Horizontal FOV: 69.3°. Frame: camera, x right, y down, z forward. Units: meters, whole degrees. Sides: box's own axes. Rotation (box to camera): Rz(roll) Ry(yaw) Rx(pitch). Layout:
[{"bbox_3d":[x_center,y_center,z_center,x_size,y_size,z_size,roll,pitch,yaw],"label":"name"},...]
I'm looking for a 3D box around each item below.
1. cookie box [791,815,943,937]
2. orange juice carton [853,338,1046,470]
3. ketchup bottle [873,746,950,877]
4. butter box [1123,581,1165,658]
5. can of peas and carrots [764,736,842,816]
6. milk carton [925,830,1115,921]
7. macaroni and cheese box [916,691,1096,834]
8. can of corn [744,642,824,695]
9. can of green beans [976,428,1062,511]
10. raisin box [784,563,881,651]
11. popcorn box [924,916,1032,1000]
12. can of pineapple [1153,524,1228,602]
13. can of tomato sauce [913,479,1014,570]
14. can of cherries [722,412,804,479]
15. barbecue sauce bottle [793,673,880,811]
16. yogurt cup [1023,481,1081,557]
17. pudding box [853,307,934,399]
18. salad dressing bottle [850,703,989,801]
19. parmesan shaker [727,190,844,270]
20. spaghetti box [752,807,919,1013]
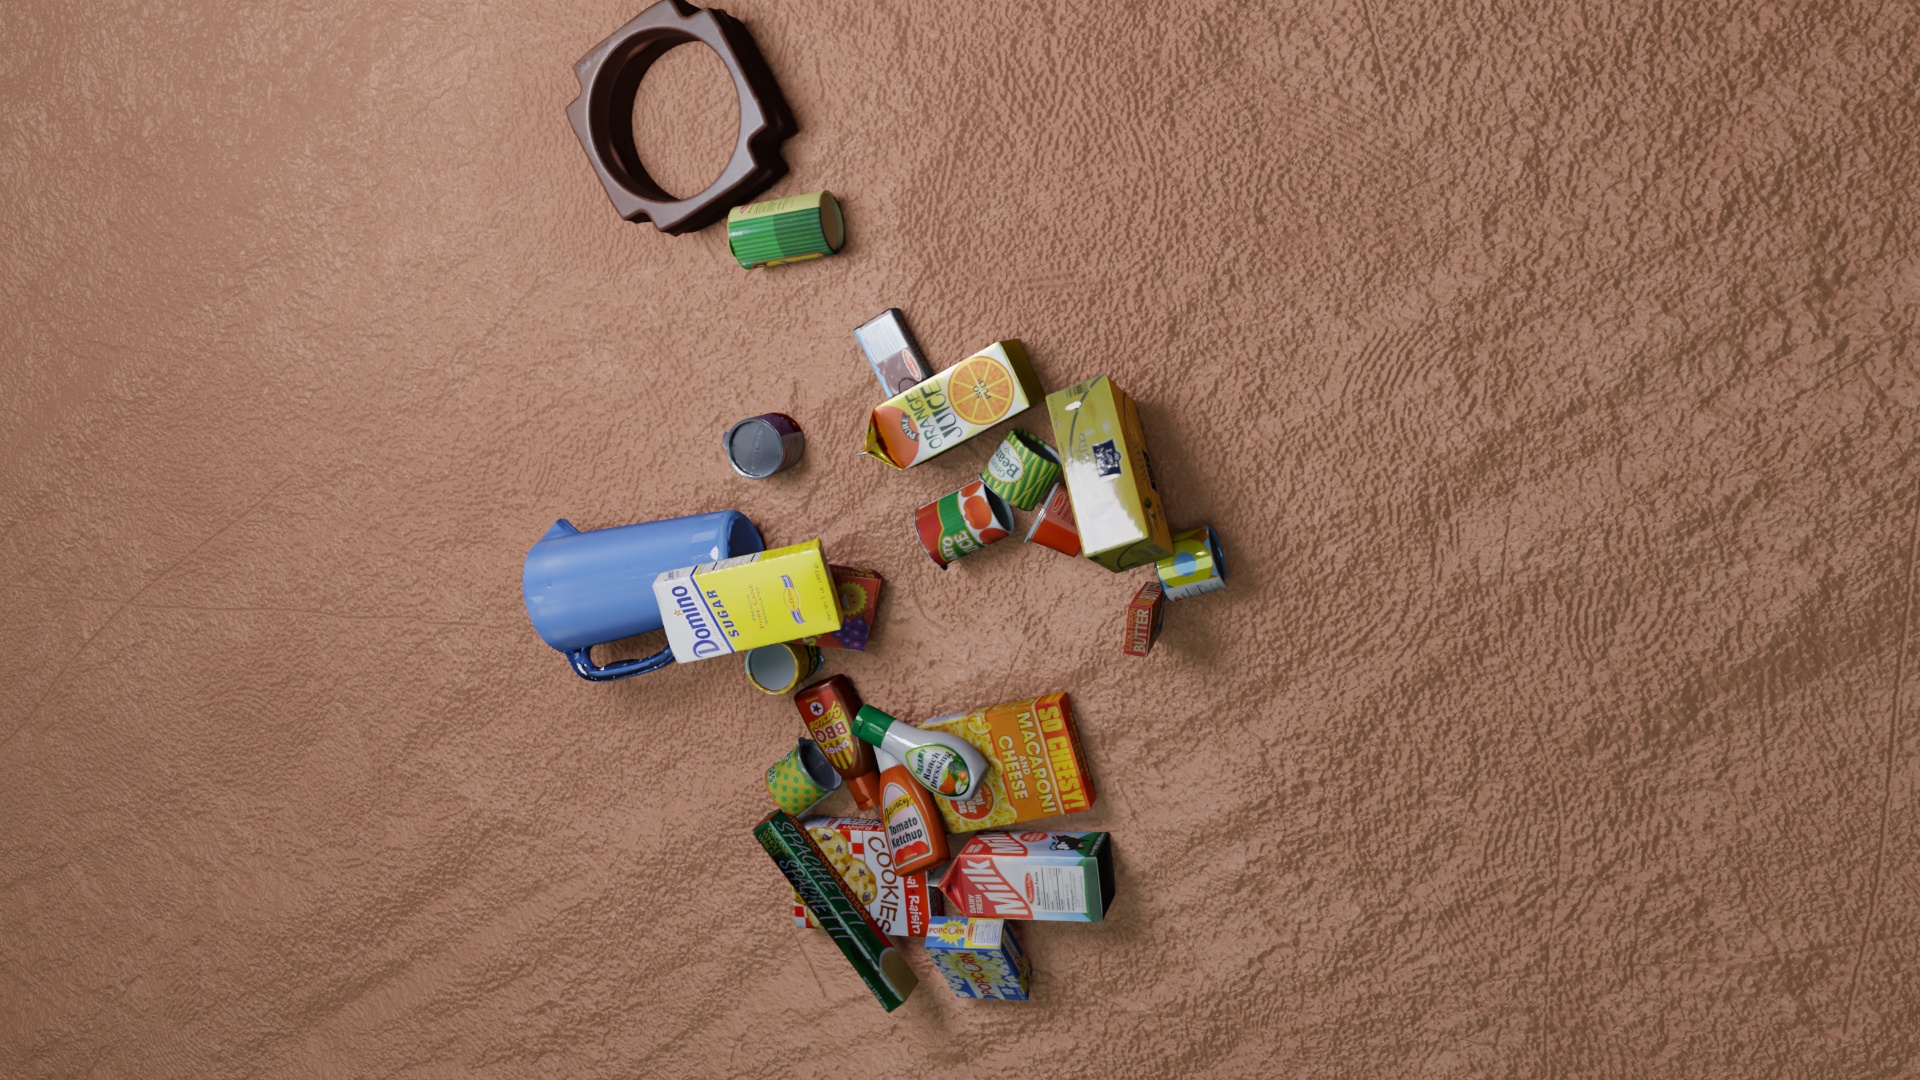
[{"bbox_3d":[-0.107,0.375,1.557,0.167,0.040,0.122,-1,100,19],"label":"cookie box"},{"bbox_3d":[-0.017,-0.130,1.413,0.192,0.072,0.073,-26,92,20],"label":"orange juice carton"},{"bbox_3d":[-0.058,0.282,1.494,0.064,0.043,0.149,-28,66,24],"label":"ketchup bottle"},{"bbox_3d":[0.183,0.077,1.373,0.024,0.104,0.053,8,103,15],"label":"butter box"},{"bbox_3d":[-0.176,0.262,1.542,0.058,0.071,0.071,-39,88,21],"label":"can of peas and carrots"},{"bbox_3d":[0.063,0.356,1.482,0.190,0.072,0.073,-3,99,17],"label":"milk carton"},{"bbox_3d":[0.048,0.237,1.480,0.166,0.040,0.123,-14,96,20],"label":"macaroni and cheese box"},{"bbox_3d":[-0.193,0.132,1.526,0.071,0.058,0.071,4,102,17],"label":"can of corn"},{"bbox_3d":[0.063,-0.072,1.402,0.071,0.071,0.057,38,109,7],"label":"can of green beans"},{"bbox_3d":[-0.155,0.067,1.484,0.123,0.040,0.086,8,104,-15],"label":"raisin box"},{"bbox_3d":[0.021,0.451,1.496,0.085,0.038,0.126,-4,138,18],"label":"popcorn box"},{"bbox_3d":[0.226,0.021,1.369,0.058,0.071,0.071,-16,96,19],"label":"can of pineapple"},{"bbox_3d":[0.005,-0.018,1.430,0.083,0.071,0.071,-25,92,20],"label":"can of tomato sauce"},{"bbox_3d":[-0.210,-0.104,1.486,0.071,0.058,0.071,4,103,17],"label":"can of cherries"},{"bbox_3d":[-0.126,0.224,1.531,0.064,0.044,0.148,-24,93,27],"label":"barbecue sauce bottle"},{"bbox_3d":[0.105,-0.019,1.402,0.054,0.072,0.072,28,108,2],"label":"yogurt cup"},{"bbox_3d":[-0.069,-0.193,1.439,0.049,0.030,0.083,-27,92,19],"label":"pudding box"},{"bbox_3d":[-0.044,0.221,1.462,0.148,0.044,0.064,26,108,13],"label":"salad dressing bottle"},{"bbox_3d":[-0.179,-0.318,1.428,0.103,0.071,0.071,-5,99,18],"label":"parmesan shaker"},{"bbox_3d":[-0.137,0.402,1.522,0.028,0.050,0.250,-38,88,20],"label":"spaghetti box"}]
